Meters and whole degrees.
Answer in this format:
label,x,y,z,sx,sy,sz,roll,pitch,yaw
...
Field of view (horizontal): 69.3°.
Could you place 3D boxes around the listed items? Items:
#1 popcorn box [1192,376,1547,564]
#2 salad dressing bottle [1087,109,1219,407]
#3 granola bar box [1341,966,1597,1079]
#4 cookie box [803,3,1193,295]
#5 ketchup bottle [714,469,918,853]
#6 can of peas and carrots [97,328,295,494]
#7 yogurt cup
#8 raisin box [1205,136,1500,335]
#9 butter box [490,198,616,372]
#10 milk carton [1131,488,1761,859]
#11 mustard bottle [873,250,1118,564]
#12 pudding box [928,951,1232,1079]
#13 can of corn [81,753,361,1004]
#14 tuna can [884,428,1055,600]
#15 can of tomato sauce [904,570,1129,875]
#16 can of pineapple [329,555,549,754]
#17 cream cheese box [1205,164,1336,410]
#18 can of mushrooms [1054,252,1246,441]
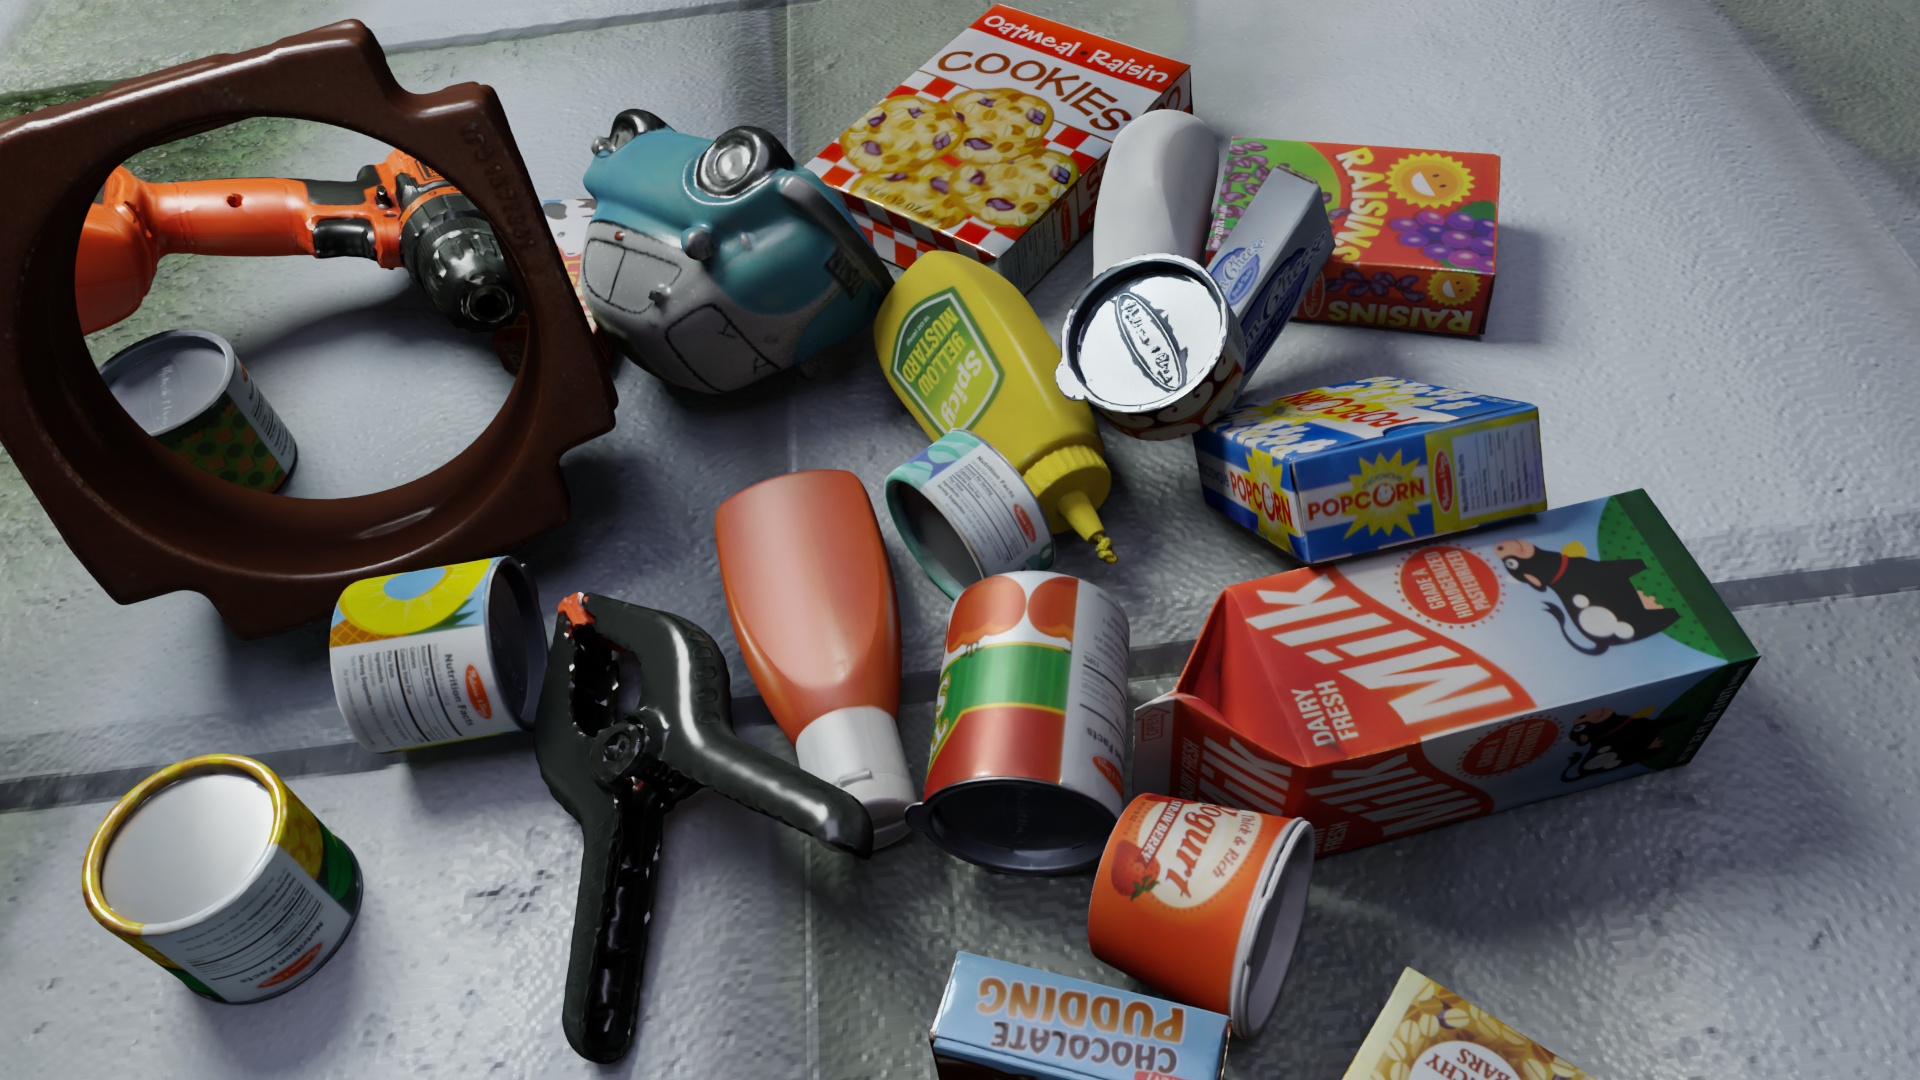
label,x,y,z,sx,sy,sz,roll,pitch,yaw
popcorn box,0.143,-0.030,0.510,0.085,0.038,0.127,-12,12,-4
salad dressing bottle,0.081,-0.127,0.625,0.044,0.064,0.148,-2,56,32
granola bar box,0.162,0.211,0.358,0.166,0.038,0.125,28,59,25
cookie box,0.021,-0.197,0.699,0.123,0.040,0.168,28,61,25
ketchup bottle,-0.050,0.041,0.514,0.065,0.043,0.149,-15,52,-5
can of peas and carrots,-0.339,-0.048,0.608,0.071,0.058,0.071,-4,52,5
yogurt cup,0.075,0.112,0.432,0.054,0.072,0.073,14,54,26
raisin box,0.179,-0.140,0.636,0.123,0.040,0.086,8,52,14
butter box,-0.187,-0.125,0.674,0.053,0.024,0.104,-1,51,6
milk carton,0.149,0.051,0.466,0.191,0.072,0.074,-13,52,-4
mustard bottle,0.021,-0.051,0.566,0.049,0.065,0.161,7,40,-45
pudding box,0.035,0.153,0.412,0.084,0.049,0.030,9,52,13
can of corn,-0.249,0.113,0.470,0.071,0.058,0.071,-3,51,4
tuna can,0.002,-0.007,0.535,0.033,0.070,0.071,-36,57,-19
can of tomato sauce,0.022,0.062,0.476,0.071,0.070,0.083,2,51,8
can of pineapple,-0.191,0.042,0.516,0.058,0.070,0.071,-9,51,0
cream cheese box,0.116,-0.097,0.575,0.024,0.053,0.104,33,88,29
can of mushrooms,0.073,-0.073,0.535,0.071,0.033,0.071,-8,69,23
